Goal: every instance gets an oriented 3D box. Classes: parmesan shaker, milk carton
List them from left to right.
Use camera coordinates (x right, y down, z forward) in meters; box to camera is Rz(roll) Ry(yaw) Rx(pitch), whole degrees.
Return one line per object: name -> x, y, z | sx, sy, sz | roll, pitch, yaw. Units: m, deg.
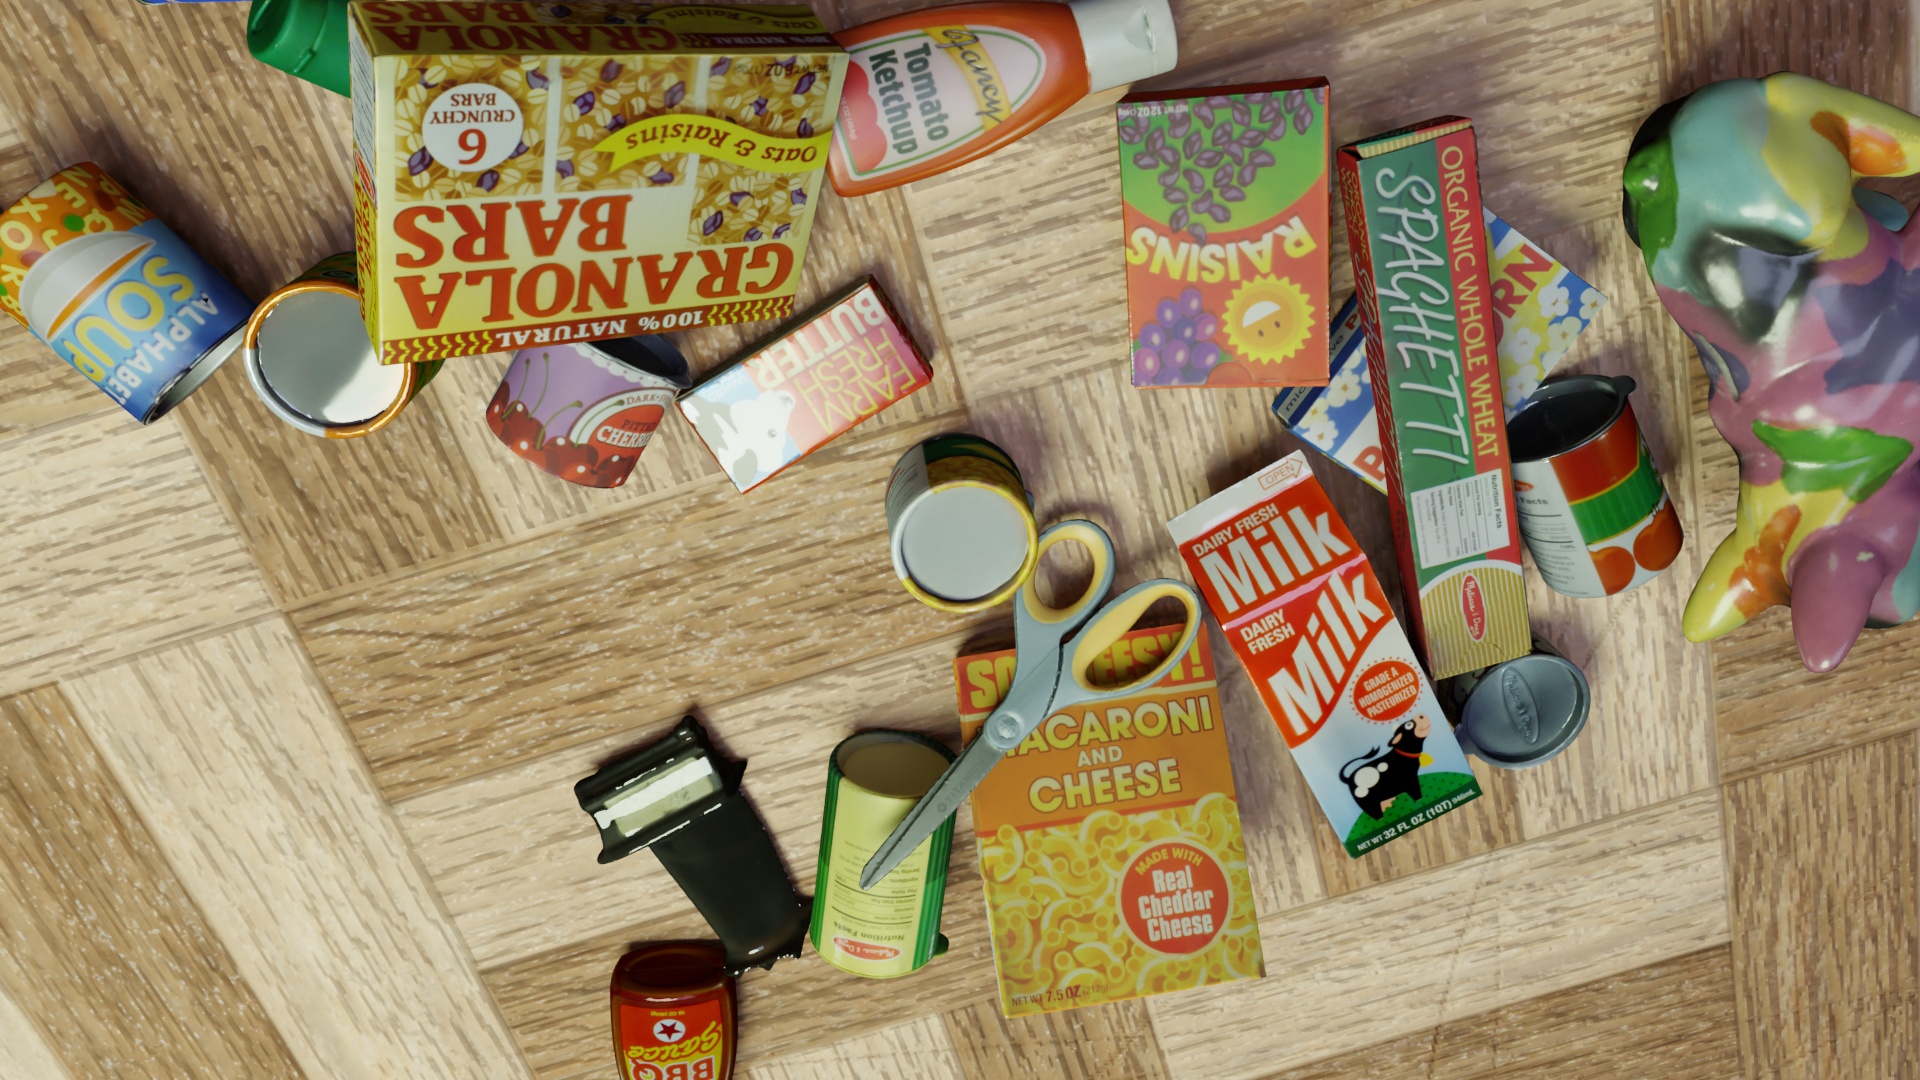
parmesan shaker -> -0.034, 0.154, 0.687 | 0.071, 0.071, 0.102 | 5, 111, -8
milk carton -> 0.169, 0.050, 0.660 | 0.072, 0.074, 0.190 | -30, 112, 7

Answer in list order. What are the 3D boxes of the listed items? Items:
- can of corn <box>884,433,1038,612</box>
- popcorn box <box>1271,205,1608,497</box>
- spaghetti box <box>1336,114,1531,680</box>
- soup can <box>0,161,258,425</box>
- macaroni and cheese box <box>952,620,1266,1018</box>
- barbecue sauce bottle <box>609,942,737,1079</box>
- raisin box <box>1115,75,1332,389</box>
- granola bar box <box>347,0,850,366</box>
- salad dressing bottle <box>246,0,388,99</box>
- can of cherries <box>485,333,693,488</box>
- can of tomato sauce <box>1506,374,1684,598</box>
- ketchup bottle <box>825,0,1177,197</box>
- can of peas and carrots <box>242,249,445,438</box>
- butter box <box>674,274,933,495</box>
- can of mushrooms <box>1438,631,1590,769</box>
can of corn -> 0.002, -0.008, 0.628 | 0.071, 0.058, 0.071 | -2, 113, -4
popcorn box -> 0.214, -0.084, 0.628 | 0.085, 0.038, 0.126 | 30, 106, -15
spaghetti box -> 0.208, -0.055, 0.602 | 0.050, 0.029, 0.249 | -16, 113, 1
soup can -> -0.335, -0.097, 0.552 | 0.071, 0.071, 0.083 | -41, 110, 11
macaroni and cheese box -> 0.068, 0.130, 0.661 | 0.124, 0.040, 0.166 | -8, 83, -3
barbecue sauce bottle -> -0.151, 0.287, 0.743 | 0.065, 0.044, 0.148 | 0, 113, -6
raisin box -> 0.113, -0.128, 0.588 | 0.086, 0.040, 0.123 | -1, 114, 13
granola bar box -> -0.133, -0.133, 0.512 | 0.166, 0.039, 0.123 | -13, 141, -31
salad dressing bottle -> -0.180, -0.165, 0.512 | 0.064, 0.044, 0.148 | -28, 155, 32
can of cherries -> -0.155, -0.062, 0.585 | 0.071, 0.072, 0.058 | 29, 107, -16
can of tomato sauce -> 0.290, -0.026, 0.645 | 0.071, 0.071, 0.083 | -31, 113, 7
ketchup bottle -> 0.012, -0.189, 0.563 | 0.149, 0.044, 0.064 | -16, 107, 1
can of peas and carrots -> -0.250, -0.083, 0.573 | 0.071, 0.059, 0.070 | -2, 113, -5
butter box -> -0.069, -0.069, 0.615 | 0.103, 0.024, 0.053 | -30, 111, 7
can of mushrooms -> 0.278, 0.080, 0.705 | 0.071, 0.033, 0.070 | -2, 113, -5
